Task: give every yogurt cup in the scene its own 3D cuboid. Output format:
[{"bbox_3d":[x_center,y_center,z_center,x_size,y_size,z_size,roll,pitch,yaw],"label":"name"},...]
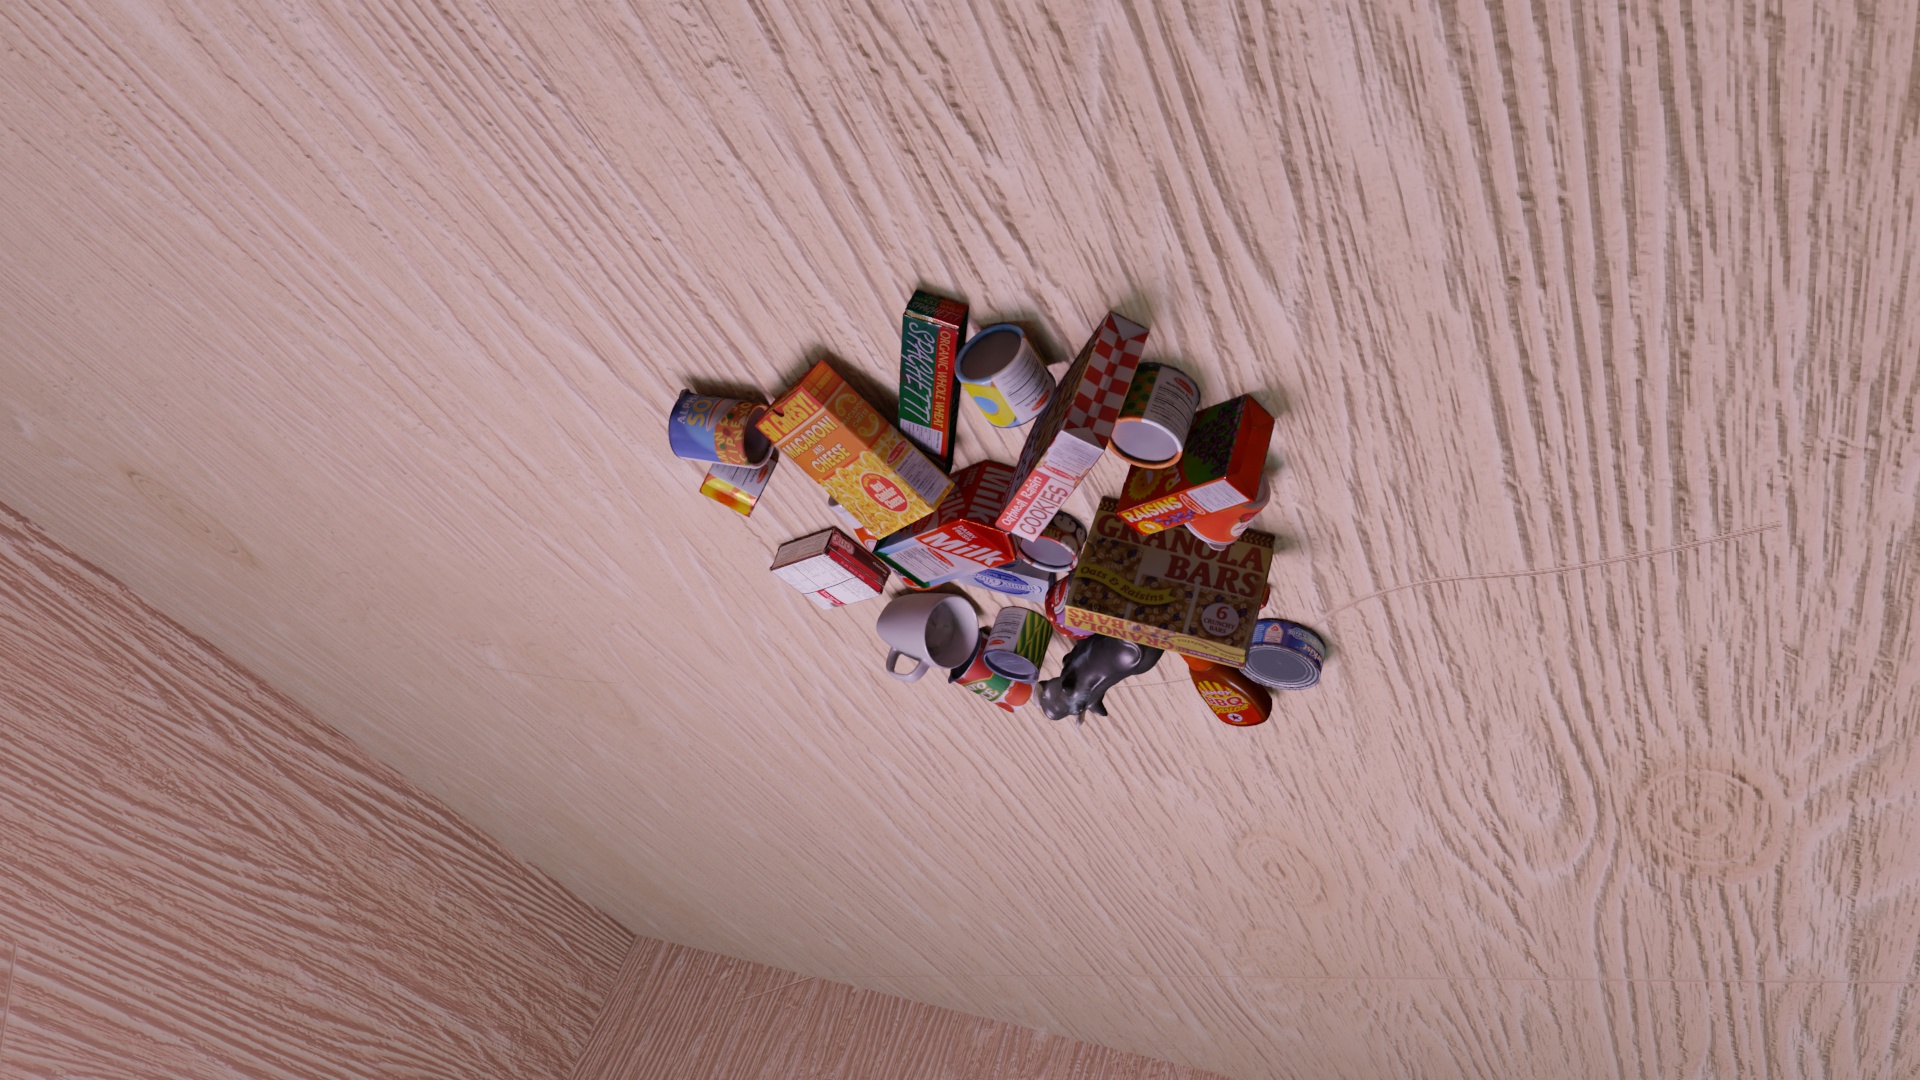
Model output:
[{"bbox_3d":[0.225,-0.037,1.175,0.072,0.073,0.053,28,142,-11],"label":"yogurt cup"}]

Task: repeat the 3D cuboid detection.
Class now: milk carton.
[{"bbox_3d":[0.005,-0.017,1.343,0.073,0.072,0.190,37,148,-25],"label":"milk carton"}]

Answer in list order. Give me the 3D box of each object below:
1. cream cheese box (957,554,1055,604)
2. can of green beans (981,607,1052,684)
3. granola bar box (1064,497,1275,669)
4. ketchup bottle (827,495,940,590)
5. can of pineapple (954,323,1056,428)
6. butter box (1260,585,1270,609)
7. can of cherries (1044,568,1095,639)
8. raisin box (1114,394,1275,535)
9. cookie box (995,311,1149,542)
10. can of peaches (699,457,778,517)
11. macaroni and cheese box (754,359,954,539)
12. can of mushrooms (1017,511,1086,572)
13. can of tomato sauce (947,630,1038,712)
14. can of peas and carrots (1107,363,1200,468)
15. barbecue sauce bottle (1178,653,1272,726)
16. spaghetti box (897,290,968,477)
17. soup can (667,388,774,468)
[{"bbox_3d":[0.047,0.034,1.448,0.104,0.024,0.053,13,151,14],"label":"cream cheese box"},{"bbox_3d":[0.063,0.115,1.535,0.071,0.058,0.071,16,150,10],"label":"can of green beans"},{"bbox_3d":[0.190,0.036,1.255,0.165,0.125,0.039,13,149,14],"label":"granola bar box"},{"bbox_3d":[-0.075,-0.006,1.442,0.064,0.044,0.148,-12,136,44],"label":"ketchup bottle"},{"bbox_3d":[0.035,-0.135,1.135,0.071,0.071,0.057,-1,143,34],"label":"can of pineapple"},{"bbox_3d":[0.239,0.039,1.331,0.103,0.024,0.053,28,151,-10],"label":"butter box"},{"bbox_3d":[0.124,0.059,1.394,0.071,0.072,0.058,30,149,-15],"label":"can of cherries"},{"bbox_3d":[0.190,-0.060,1.136,0.040,0.086,0.123,36,148,-26],"label":"raisin box"},{"bbox_3d":[0.086,-0.088,1.119,0.040,0.123,0.166,26,150,-5],"label":"cookie box"},{"bbox_3d":[-0.228,-0.064,1.421,0.058,0.071,0.071,27,150,-9],"label":"can of peaches"},{"bbox_3d":[-0.101,-0.081,1.296,0.166,0.040,0.123,43,152,-12],"label":"macaroni and cheese box"},{"bbox_3d":[0.086,-0.001,1.355,0.071,0.033,0.070,17,151,10],"label":"can of mushrooms"},{"bbox_3d":[0.039,0.153,1.603,0.083,0.071,0.071,30,149,-16],"label":"can of tomato sauce"},{"bbox_3d":[0.153,-0.099,1.123,0.071,0.059,0.070,16,150,10],"label":"can of peas and carrots"},{"bbox_3d":[0.271,0.141,1.458,0.065,0.044,0.148,-5,141,38],"label":"barbecue sauce bottle"},{"bbox_3d":[-0.027,-0.127,1.225,0.050,0.029,0.248,18,150,6],"label":"spaghetti box"},{"bbox_3d":[-0.232,-0.109,1.352,0.084,0.072,0.071,8,148,21],"label":"soup can"}]
